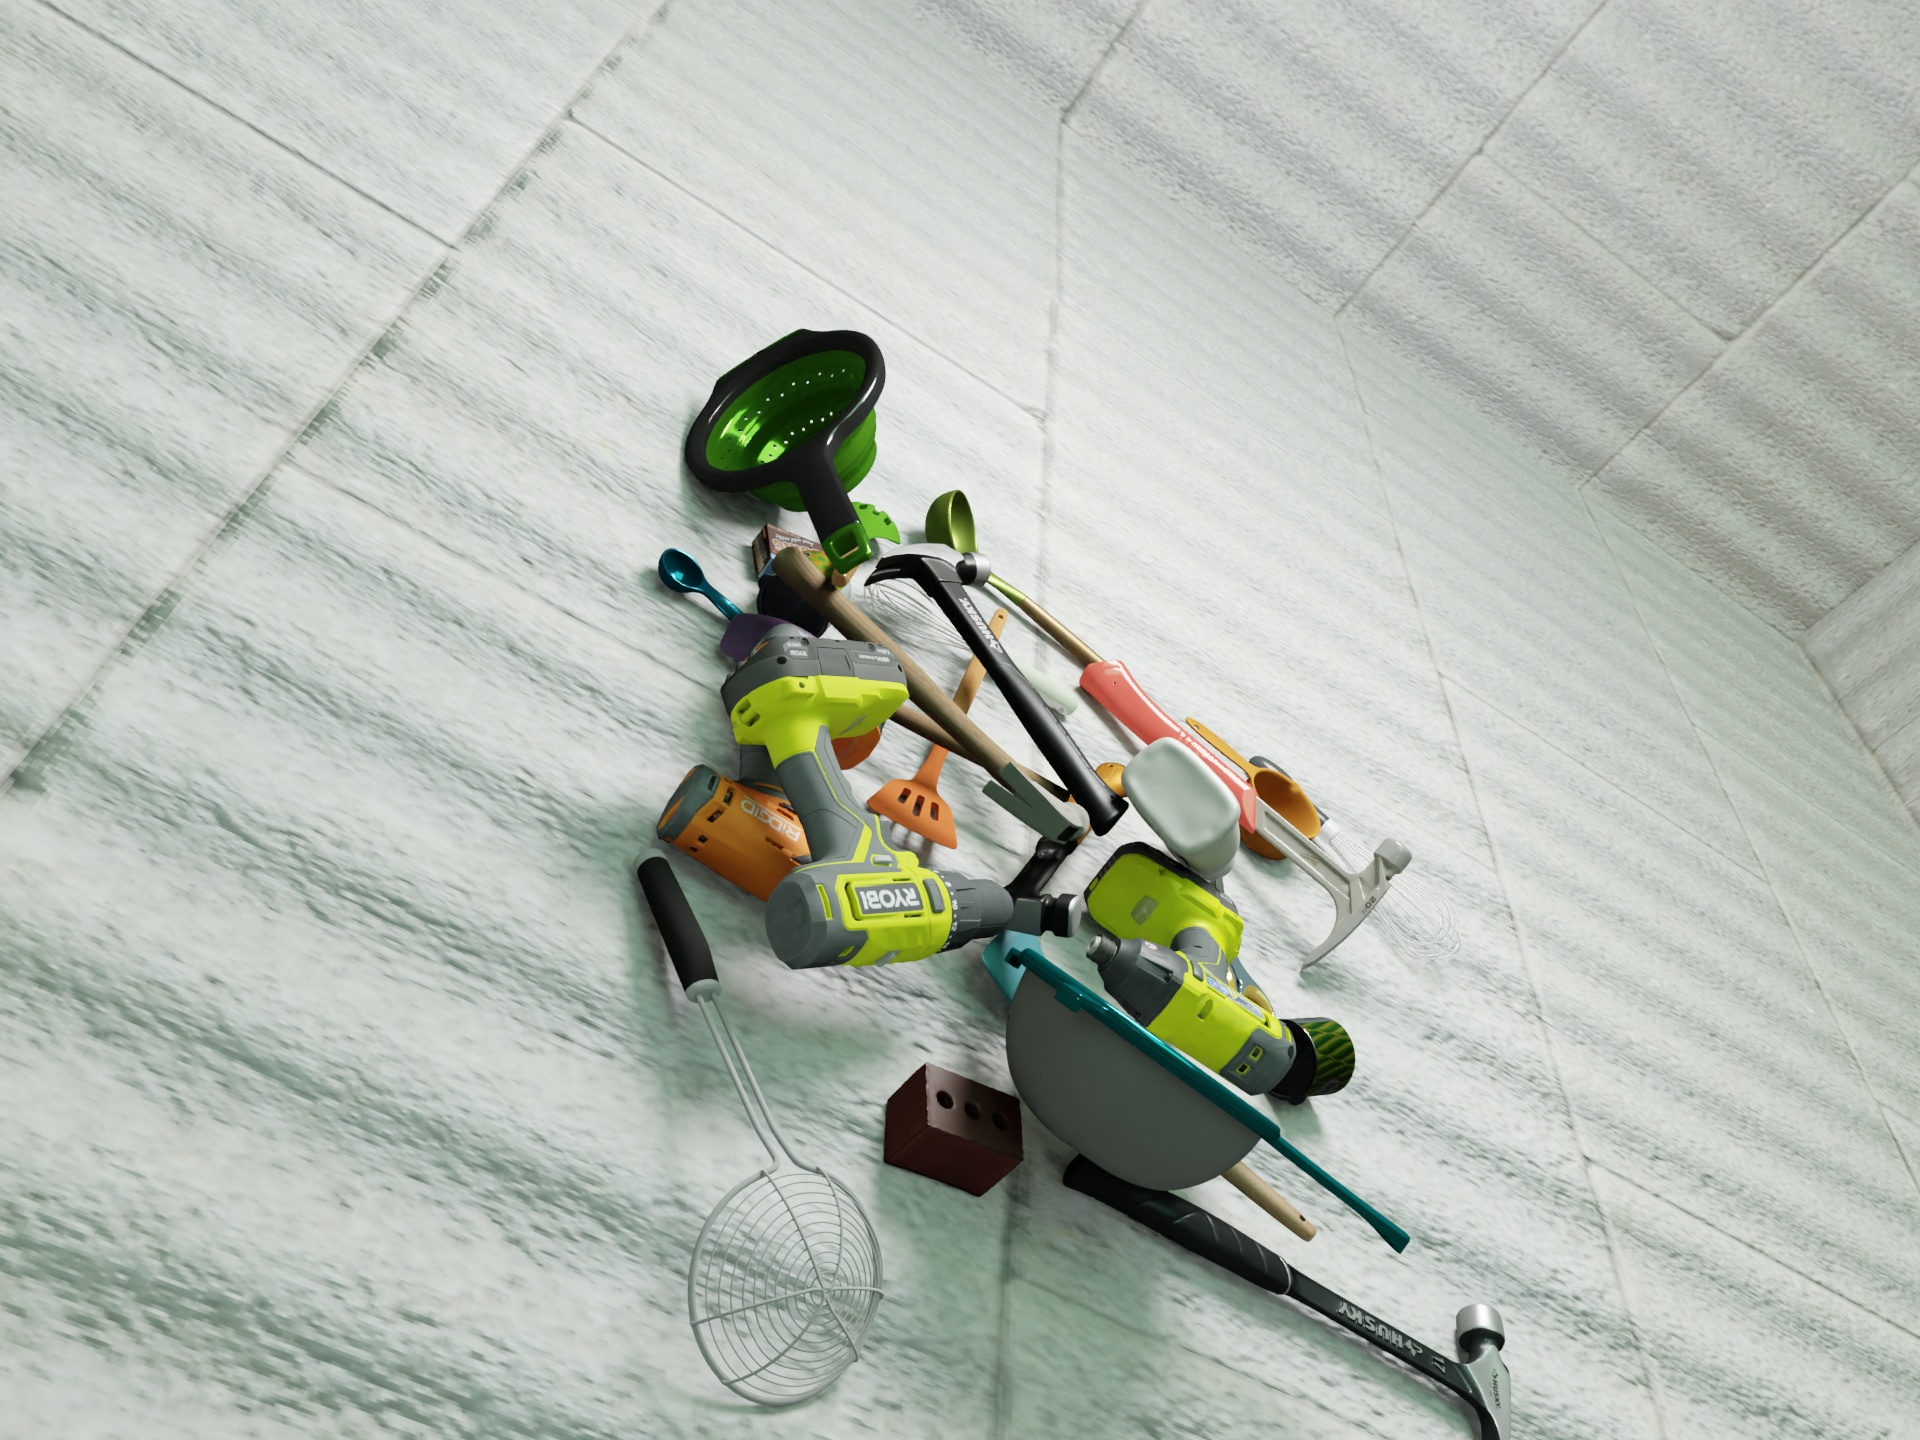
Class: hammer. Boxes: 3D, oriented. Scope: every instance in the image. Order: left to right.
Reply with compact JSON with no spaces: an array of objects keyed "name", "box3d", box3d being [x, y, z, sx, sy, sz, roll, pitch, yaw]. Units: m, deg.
[{"name":"hammer","box3d":[-0.031,-0.024,1.260,0.331,0.031,0.130,44,6,14]},{"name":"hammer","box3d":[0.040,-0.033,1.370,0.146,0.035,0.335,0,46,-45]},{"name":"hammer","box3d":[0.079,0.097,1.341,0.127,0.034,0.337,8,18,18]},{"name":"hammer","box3d":[0.249,0.071,1.535,0.359,0.149,0.036,41,-8,19]},{"name":"hammer","box3d":[0.246,0.418,1.162,0.408,0.036,0.149,32,35,-13]}]

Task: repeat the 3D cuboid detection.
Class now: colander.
[{"name":"colander","box3d":[-0.122,-0.214,1.407,0.094,0.204,0.398,56,5,-39]}]

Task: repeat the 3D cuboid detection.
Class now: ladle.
[{"name":"ladle","box3d":[0.090,-0.112,1.612,0.320,0.062,0.078,40,31,-6]}]

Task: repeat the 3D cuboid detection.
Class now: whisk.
[{"name":"whisk","box3d":[0.012,-0.070,1.497,0.246,0.058,0.059,31,68,-20]},{"name":"whisk","box3d":[0.404,0.136,1.639,0.285,0.070,0.070,45,33,15]}]

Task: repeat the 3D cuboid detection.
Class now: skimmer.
[{"name":"skimmer","box3d":[-0.151,0.232,0.981,0.127,0.090,0.364,7,35,-38]}]

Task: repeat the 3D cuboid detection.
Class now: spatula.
[{"name":"spatula","box3d":[-0.049,-0.007,1.315,0.316,0.018,0.060,27,54,-6]},{"name":"spatula","box3d":[-0.002,-0.004,1.375,0.081,0.041,0.323,28,44,-4]},{"name":"spatula","box3d":[0.142,0.275,1.194,0.317,0.044,0.082,39,28,12]}]

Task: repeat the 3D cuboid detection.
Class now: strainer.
[{"name":"strainer","box3d":[0.154,0.290,1.087,0.340,0.095,0.211,38,-6,-7]}]

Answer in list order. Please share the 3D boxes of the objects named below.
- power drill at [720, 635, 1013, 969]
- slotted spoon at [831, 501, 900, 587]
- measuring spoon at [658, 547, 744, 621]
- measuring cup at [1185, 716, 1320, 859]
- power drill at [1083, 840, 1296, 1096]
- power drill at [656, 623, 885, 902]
[{"name":"power drill","box3d":[-0.065,0.061,1.107,0.190,0.080,0.229,2,60,-42]},{"name":"slotted spoon","box3d":[-0.090,-0.156,1.409,0.070,0.031,0.314,30,15,-7]},{"name":"measuring spoon","box3d":[-0.204,-0.092,1.327,0.128,0.021,0.042,43,31,-14]},{"name":"measuring cup","box3d":[0.279,0.069,1.593,0.173,0.052,0.095,42,33,5]},{"name":"power drill","box3d":[0.166,0.185,1.252,0.171,0.080,0.223,34,14,-10]},{"name":"power drill","box3d":[-0.120,0.045,1.190,0.164,0.084,0.227,34,37,-15]}]
